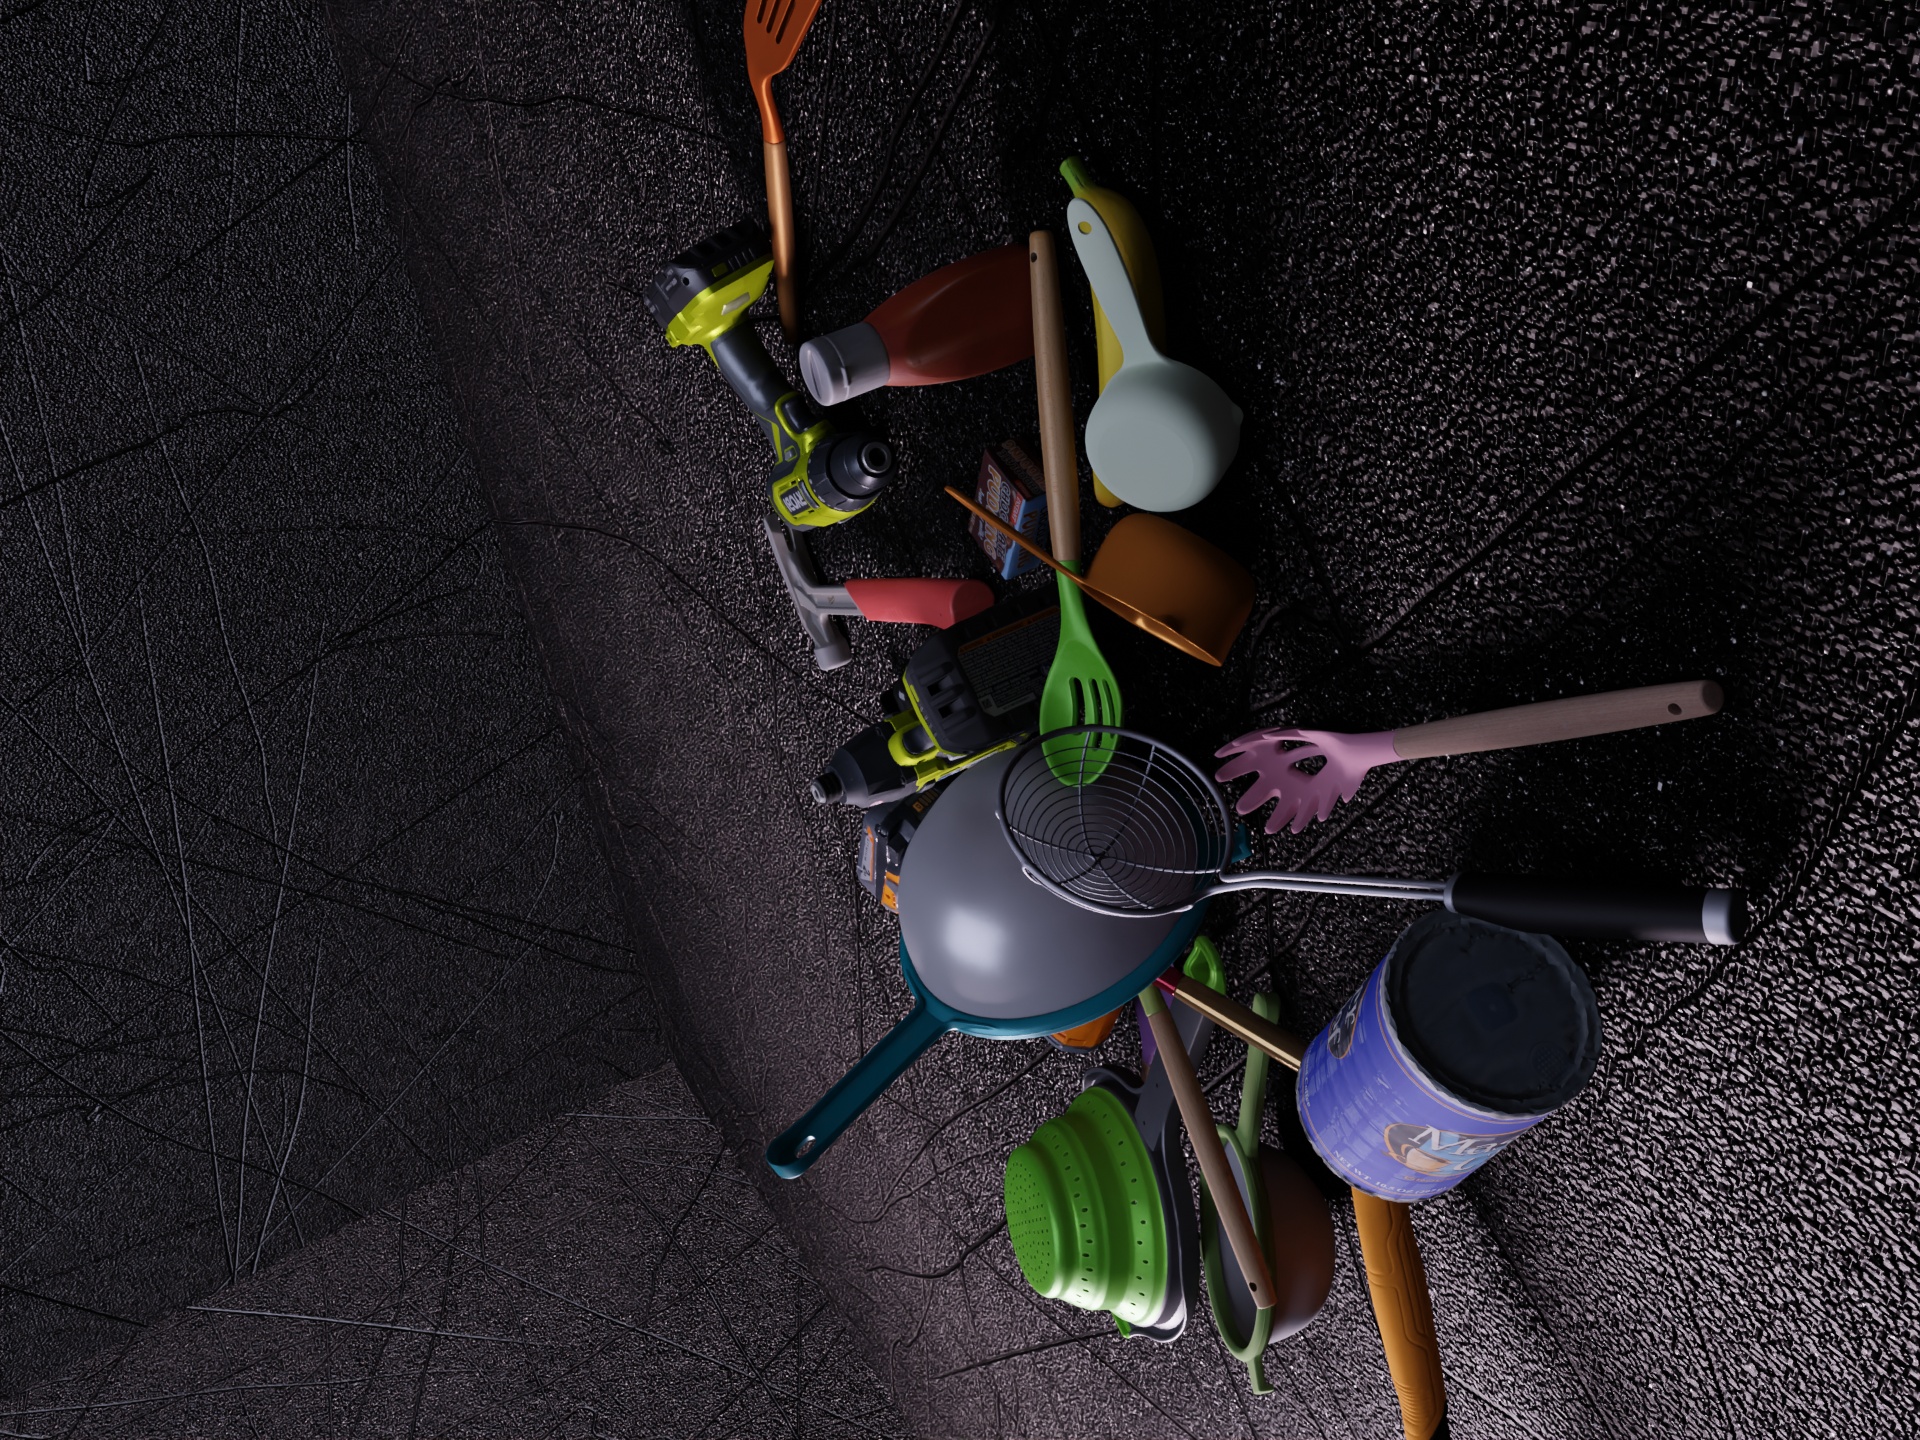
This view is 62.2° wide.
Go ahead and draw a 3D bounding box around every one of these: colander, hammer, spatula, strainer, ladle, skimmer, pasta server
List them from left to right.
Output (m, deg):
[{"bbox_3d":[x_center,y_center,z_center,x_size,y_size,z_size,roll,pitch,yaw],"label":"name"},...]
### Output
[{"bbox_3d":[-0.122,-0.395,1.126,0.081,0.041,0.322,53,160,27],"label":"spatula"},{"bbox_3d":[-0.069,-0.107,1.287,0.359,0.036,0.149,10,122,65],"label":"hammer"},{"bbox_3d":[-0.003,0.123,0.948,0.211,0.340,0.095,24,150,49],"label":"strainer"},{"bbox_3d":[0.104,0.304,1.142,0.205,0.094,0.396,-116,27,-46],"label":"colander"},{"bbox_3d":[0.148,0.276,1.213,0.060,0.018,0.315,42,148,43],"label":"spatula"},{"bbox_3d":[0.144,0.210,1.017,0.078,0.062,0.320,-35,68,44],"label":"ladle"},{"bbox_3d":[0.155,0.174,0.961,0.316,0.031,0.069,28,98,29],"label":"ladle"},{"bbox_3d":[0.211,0.294,1.042,0.152,0.069,0.256,-109,21,-71],"label":"strainer"},{"bbox_3d":[0.172,0.053,0.751,0.363,0.127,0.090,0,120,47],"label":"skimmer"},{"bbox_3d":[0.270,0.404,0.957,0.034,0.127,0.336,10,116,63],"label":"hammer"},{"bbox_3d":[0.220,0.013,0.742,0.060,0.040,0.316,55,158,-7],"label":"pasta server"}]

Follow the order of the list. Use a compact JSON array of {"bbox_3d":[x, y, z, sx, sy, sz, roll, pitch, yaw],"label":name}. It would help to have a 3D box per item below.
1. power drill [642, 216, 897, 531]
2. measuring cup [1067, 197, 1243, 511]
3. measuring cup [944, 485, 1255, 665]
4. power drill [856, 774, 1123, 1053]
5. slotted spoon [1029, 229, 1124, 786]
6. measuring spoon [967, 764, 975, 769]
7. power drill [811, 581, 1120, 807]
[{"bbox_3d":[-0.136,-0.254,1.204,0.228,0.080,0.190,58,161,-11],"label":"power drill"},{"bbox_3d":[0.082,-0.174,0.784,0.083,0.038,0.167,-2,132,35],"label":"measuring cup"},{"bbox_3d":[0.077,-0.094,0.837,0.173,0.052,0.095,32,-178,-6],"label":"measuring cup"},{"bbox_3d":[0.033,0.133,1.167,0.227,0.084,0.164,38,150,17],"label":"power drill"},{"bbox_3d":[0.061,-0.118,0.908,0.070,0.031,0.313,7,107,51],"label":"slotted spoon"},{"bbox_3d":[0.018,0.037,1.273,0.034,0.018,0.124,-37,71,59],"label":"measuring spoon"},{"bbox_3d":[-0.002,-0.003,1.063,0.080,0.171,0.223,63,155,6],"label":"power drill"}]
